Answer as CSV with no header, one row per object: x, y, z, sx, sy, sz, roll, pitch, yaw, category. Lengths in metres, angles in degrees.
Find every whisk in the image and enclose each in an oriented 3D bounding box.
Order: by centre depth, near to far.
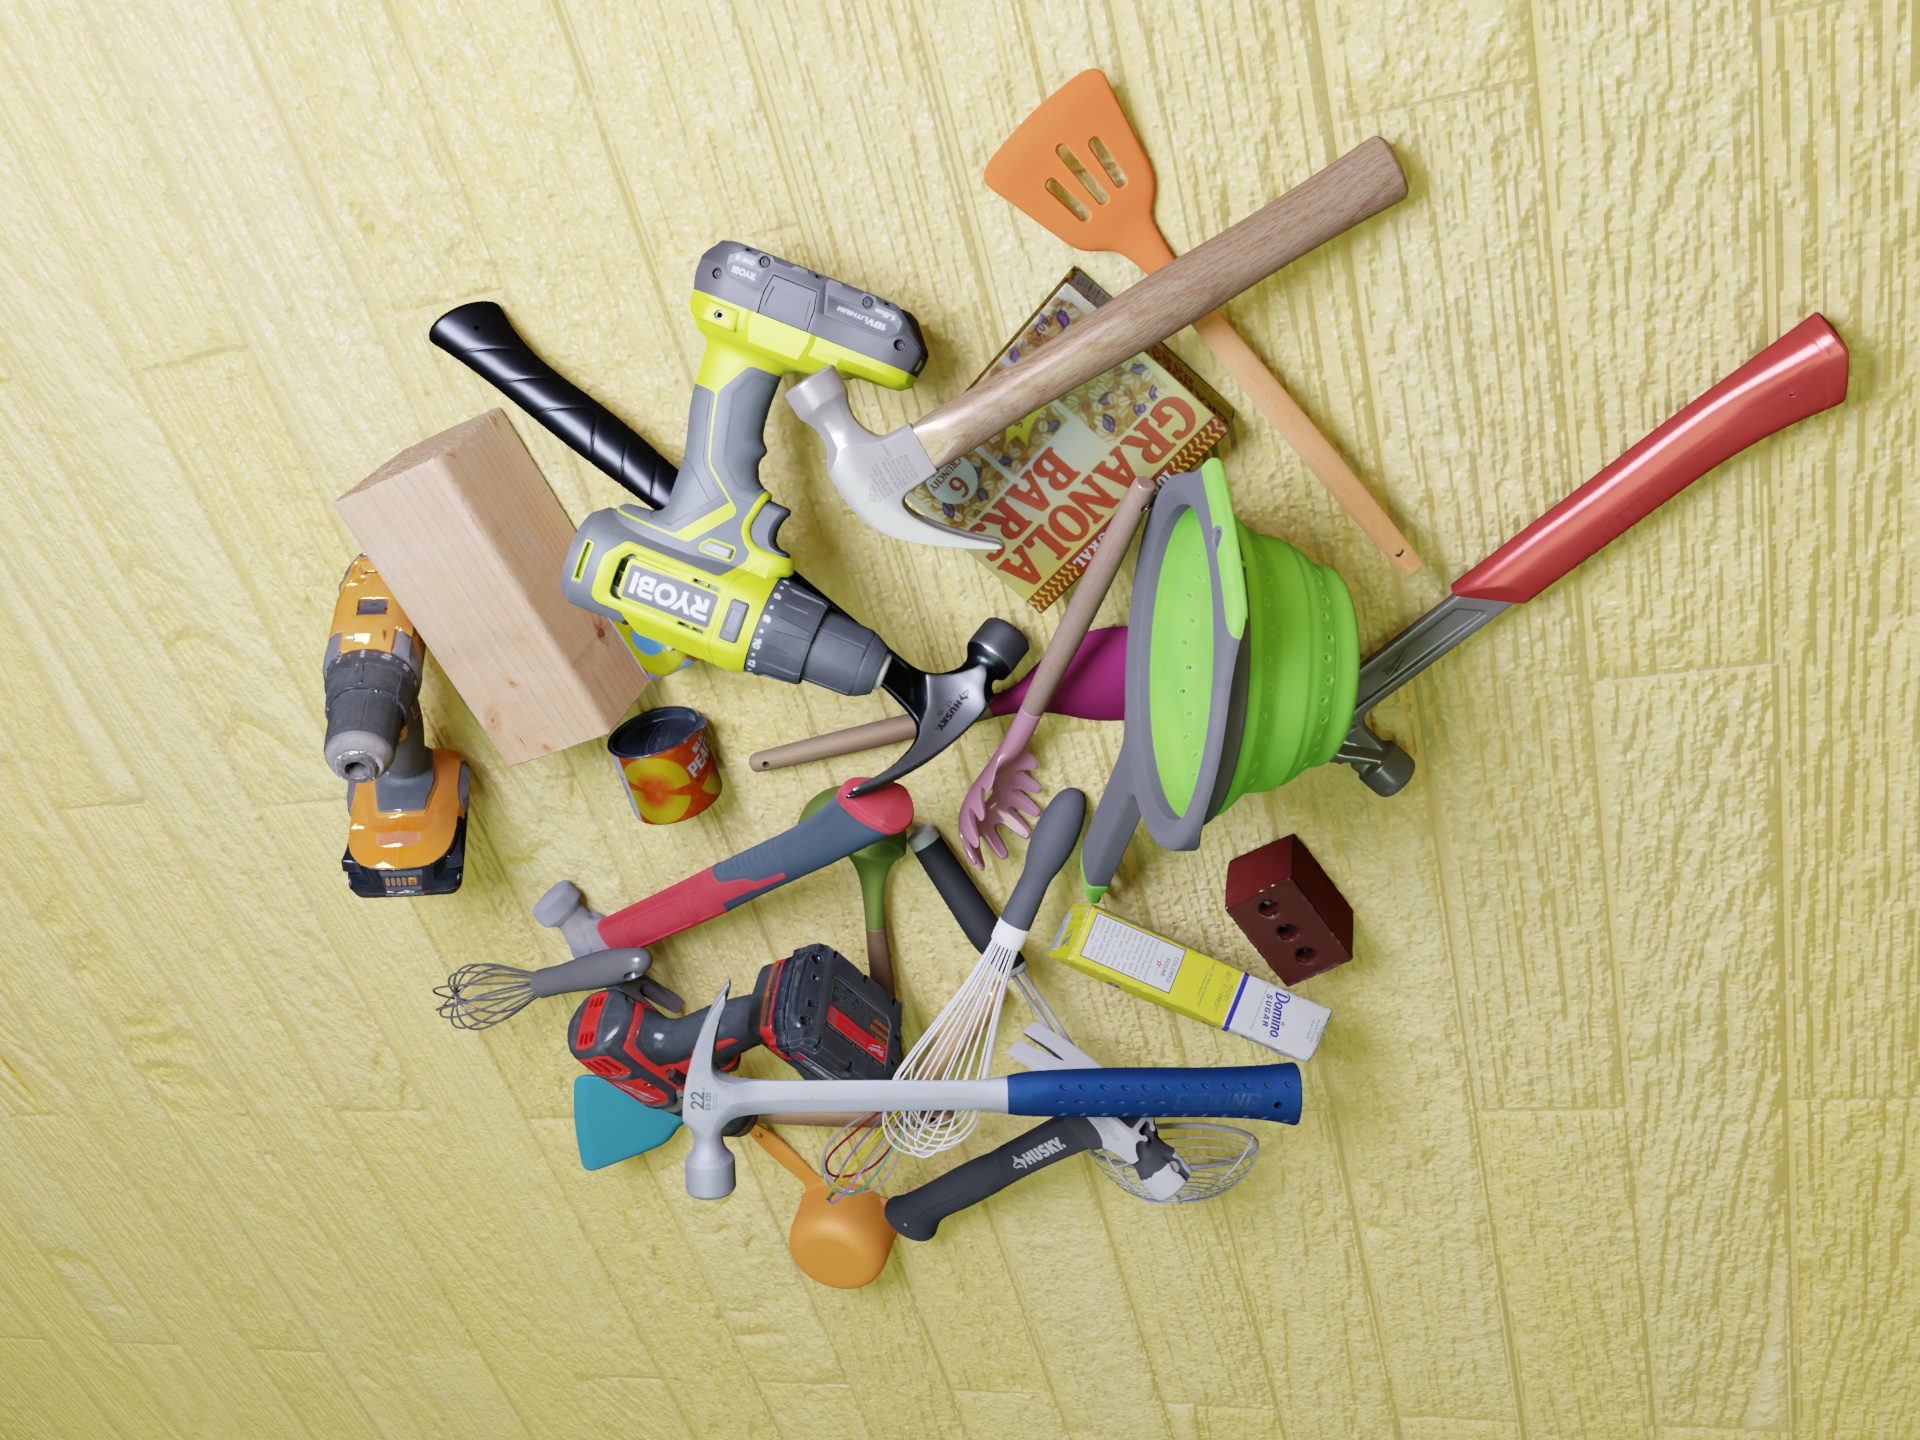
0.020,0.174,1.088,0.070,0.070,0.284,24,99,0,whisk
-0.038,0.287,1.223,0.047,0.051,0.245,15,121,-42,whisk
-0.324,0.201,1.226,0.239,0.055,0.055,-17,116,34,whisk

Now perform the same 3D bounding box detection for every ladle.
-0.065,0.177,1.168,0.078,0.062,0.319,11,127,21,ladle

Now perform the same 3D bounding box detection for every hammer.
0.080,-0.200,0.834,0.331,0.031,0.130,-29,104,9,hammer
0.319,-0.100,0.891,0.149,0.037,0.359,41,124,-11,hammer
-0.157,-0.117,0.981,0.409,0.149,0.036,39,162,-2,hammer
0.020,0.241,1.047,0.405,0.035,0.144,0,100,-1,hammer
-0.156,0.128,1.122,0.386,0.038,0.143,-26,113,43,hammer
0.027,0.335,1.205,0.146,0.035,0.334,47,138,1,hammer

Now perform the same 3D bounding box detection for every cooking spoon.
-0.002,-0.003,1.055,0.319,0.017,0.068,-13,117,22,cooking spoon

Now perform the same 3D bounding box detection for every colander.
0.147,0.012,0.936,0.094,0.205,0.396,1,148,-7,colander

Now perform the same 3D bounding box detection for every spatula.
0.146,-0.200,0.860,0.081,0.041,0.322,-40,98,16,spatula
-0.161,0.325,1.295,0.317,0.044,0.082,-3,95,16,spatula

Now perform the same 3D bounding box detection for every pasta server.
0.059,-0.021,0.986,0.040,0.060,0.316,47,136,23,pasta server

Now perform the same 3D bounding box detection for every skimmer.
0.085,0.213,1.162,0.127,0.090,0.363,-27,101,40,skimmer

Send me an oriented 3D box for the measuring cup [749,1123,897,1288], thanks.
-0.127,0.409,1.333,0.095,0.052,0.173,-30,112,30,measuring cup

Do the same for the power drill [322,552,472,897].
-0.385,0.026,1.076,0.084,0.186,0.226,-2,133,-11,power drill

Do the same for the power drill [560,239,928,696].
-0.103,-0.136,0.908,0.190,0.080,0.228,21,99,0,power drill

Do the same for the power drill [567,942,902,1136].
-0.154,0.250,1.179,0.227,0.080,0.187,-16,137,28,power drill
